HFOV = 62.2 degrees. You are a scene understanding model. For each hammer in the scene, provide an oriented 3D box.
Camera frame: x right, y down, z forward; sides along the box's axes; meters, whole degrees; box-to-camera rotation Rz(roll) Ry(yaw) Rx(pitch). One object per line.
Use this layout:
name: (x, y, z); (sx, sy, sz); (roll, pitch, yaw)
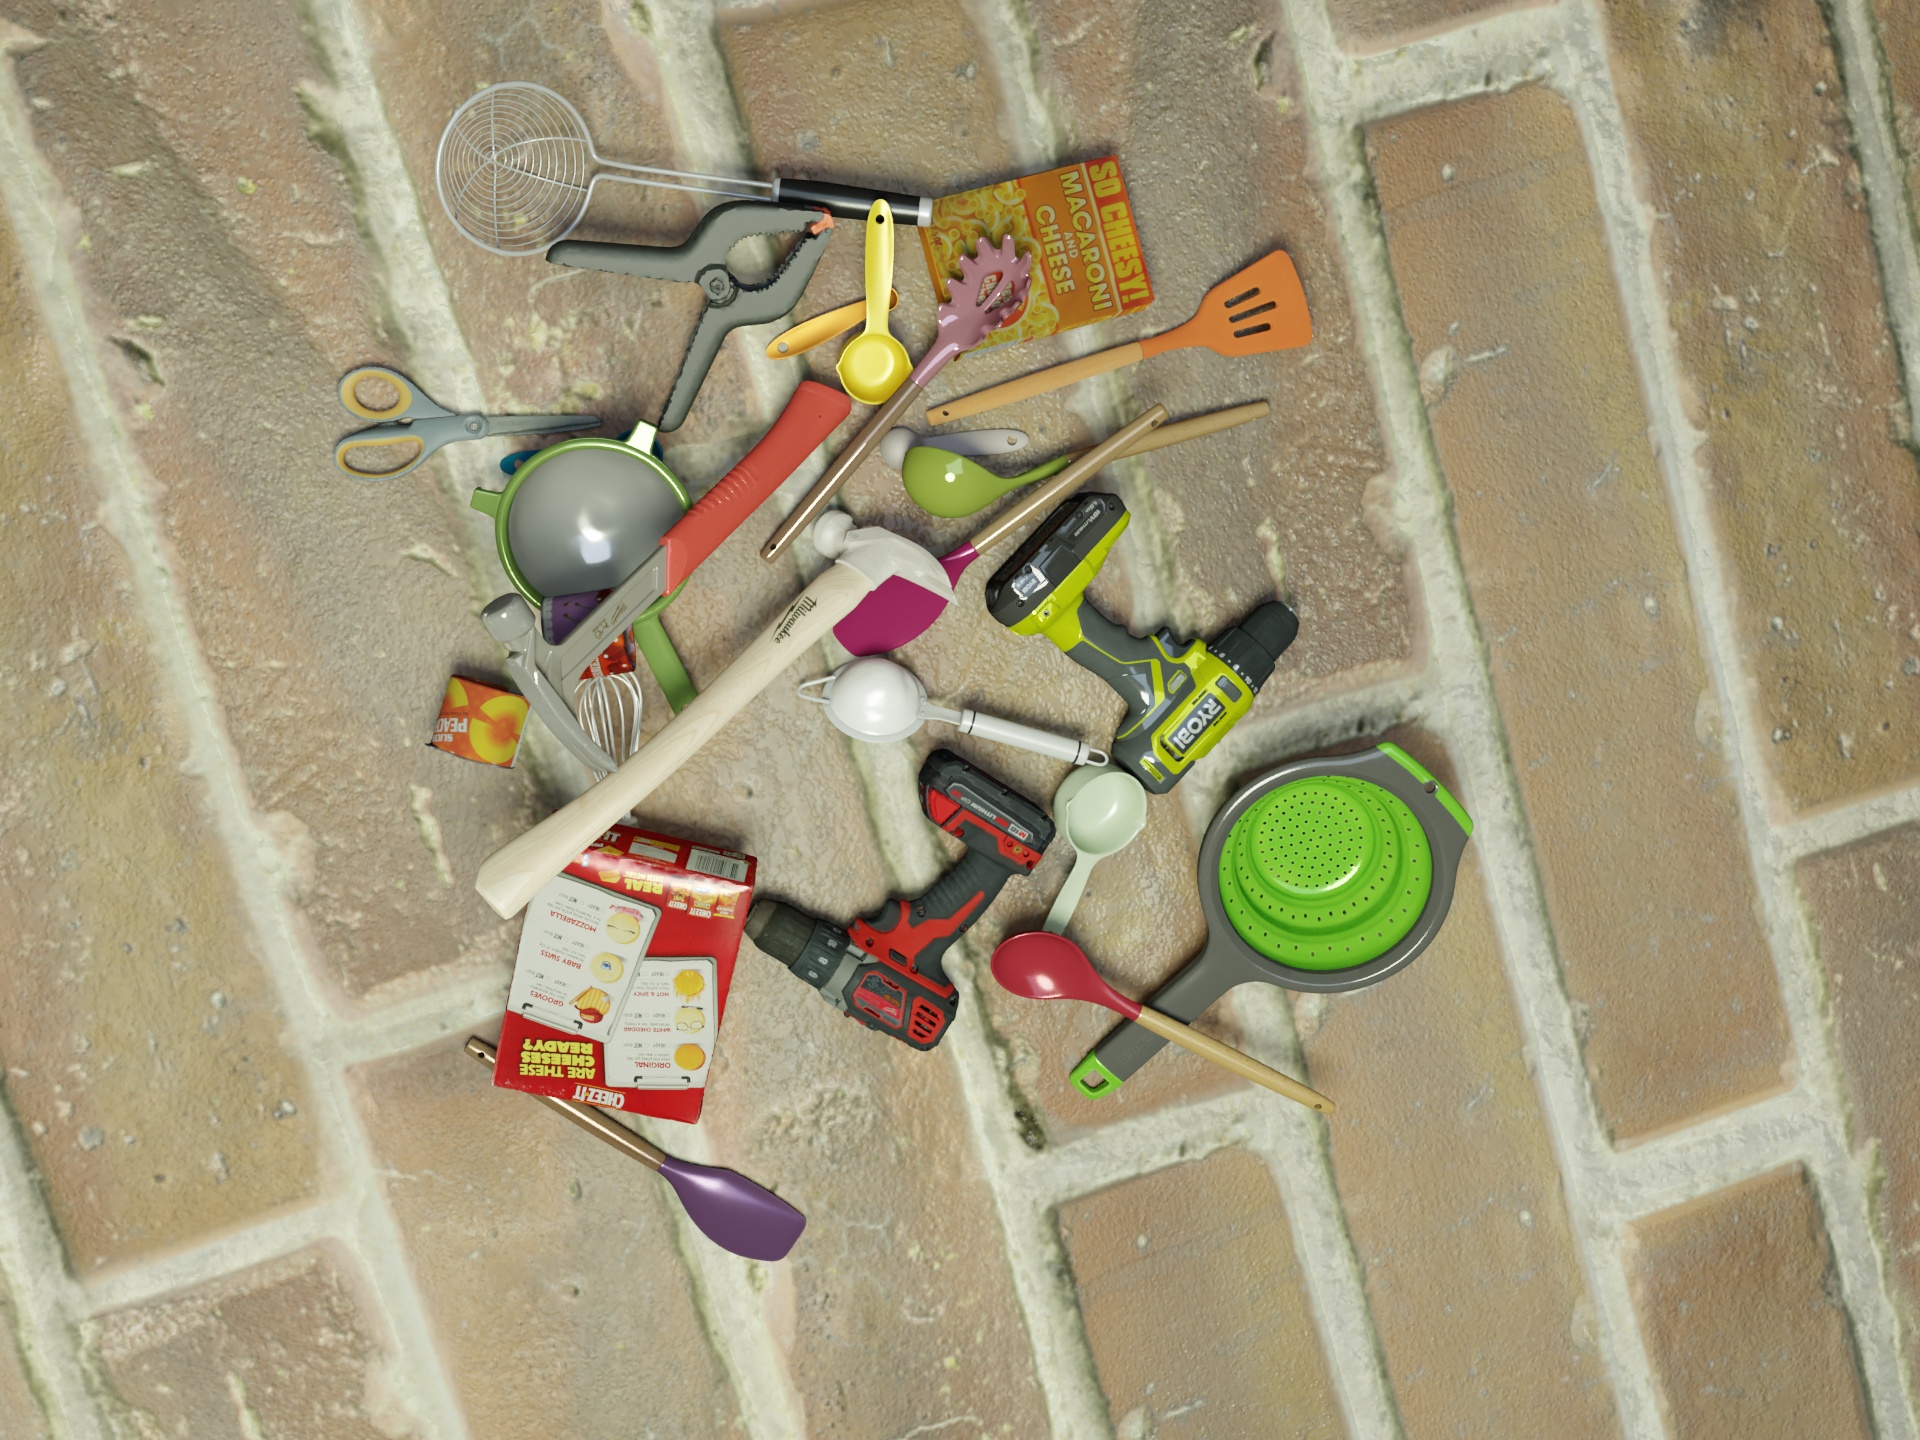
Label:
hammer: (-0.192, -0.129, 1.183); (0.359, 0.037, 0.149); (-51, 129, -32)
hammer: (-0.182, -0.002, 1.173); (0.411, 0.146, 0.038); (-44, 139, -20)

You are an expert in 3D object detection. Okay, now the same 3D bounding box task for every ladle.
ladle: (0.168, 0.250, 1.300); (0.315, 0.031, 0.069); (27, 118, -5)
ladle: (0.106, -0.228, 1.296); (0.320, 0.078, 0.062); (-17, 86, -15)

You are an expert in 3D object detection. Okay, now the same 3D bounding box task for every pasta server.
pasta server: (-0.055, -0.246, 1.250); (0.060, 0.040, 0.316); (43, 98, 9)

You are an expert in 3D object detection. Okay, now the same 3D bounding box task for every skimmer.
skimmer: (-0.202, -0.399, 1.201); (0.363, 0.090, 0.127); (6, 119, -4)

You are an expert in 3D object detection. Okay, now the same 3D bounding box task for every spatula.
spatula: (0.126, -0.297, 1.300); (0.322, 0.041, 0.081); (-19, 97, -6)
spatula: (-0.266, 0.348, 1.292); (0.315, 0.018, 0.060); (36, 89, -10)

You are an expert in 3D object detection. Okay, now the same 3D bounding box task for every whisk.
whisk: (-0.268, 0.072, 1.250); (0.059, 0.058, 0.246); (-12, 106, -26)

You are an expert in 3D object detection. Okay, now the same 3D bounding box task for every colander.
colander: (0.240, 0.170, 1.335); (0.204, 0.094, 0.397); (43, 105, -8)

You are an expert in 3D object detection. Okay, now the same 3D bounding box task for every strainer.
strainer: (-0.002, -0.004, 1.279); (0.258, 0.050, 0.087); (16, 51, -8)
strainer: (-0.258, -0.106, 1.247); (0.151, 0.069, 0.256); (-23, 115, 2)

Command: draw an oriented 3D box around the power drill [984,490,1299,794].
power drill: (0.151, -0.078, 1.302); (0.228, 0.080, 0.190); (44, 87, -12)

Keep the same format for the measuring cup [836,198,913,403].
measuring cup: (-0.067, -0.329, 1.250); (0.062, 0.029, 0.156); (-1, 112, -13)

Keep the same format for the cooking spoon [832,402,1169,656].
cooking spoon: (0.032, -0.153, 1.270); (0.319, 0.017, 0.068); (-35, 127, 8)

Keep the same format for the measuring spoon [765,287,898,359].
measuring spoon: (-0.103, -0.318, 1.279); (0.117, 0.011, 0.021); (-26, 99, -3)

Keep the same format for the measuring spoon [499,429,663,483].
measuring spoon: (-0.297, -0.205, 1.254); (0.128, 0.021, 0.042); (-4, 95, 0)

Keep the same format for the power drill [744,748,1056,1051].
power drill: (-0.048, 0.134, 1.285); (0.188, 0.080, 0.226); (32, 91, -9)

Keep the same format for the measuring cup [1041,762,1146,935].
measuring cup: (0.095, 0.111, 1.324); (0.083, 0.038, 0.167); (15, 106, -31)

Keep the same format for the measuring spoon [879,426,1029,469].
measuring spoon: (-0.004, -0.225, 1.295); (0.124, 0.018, 0.034); (-6, 95, -9)
